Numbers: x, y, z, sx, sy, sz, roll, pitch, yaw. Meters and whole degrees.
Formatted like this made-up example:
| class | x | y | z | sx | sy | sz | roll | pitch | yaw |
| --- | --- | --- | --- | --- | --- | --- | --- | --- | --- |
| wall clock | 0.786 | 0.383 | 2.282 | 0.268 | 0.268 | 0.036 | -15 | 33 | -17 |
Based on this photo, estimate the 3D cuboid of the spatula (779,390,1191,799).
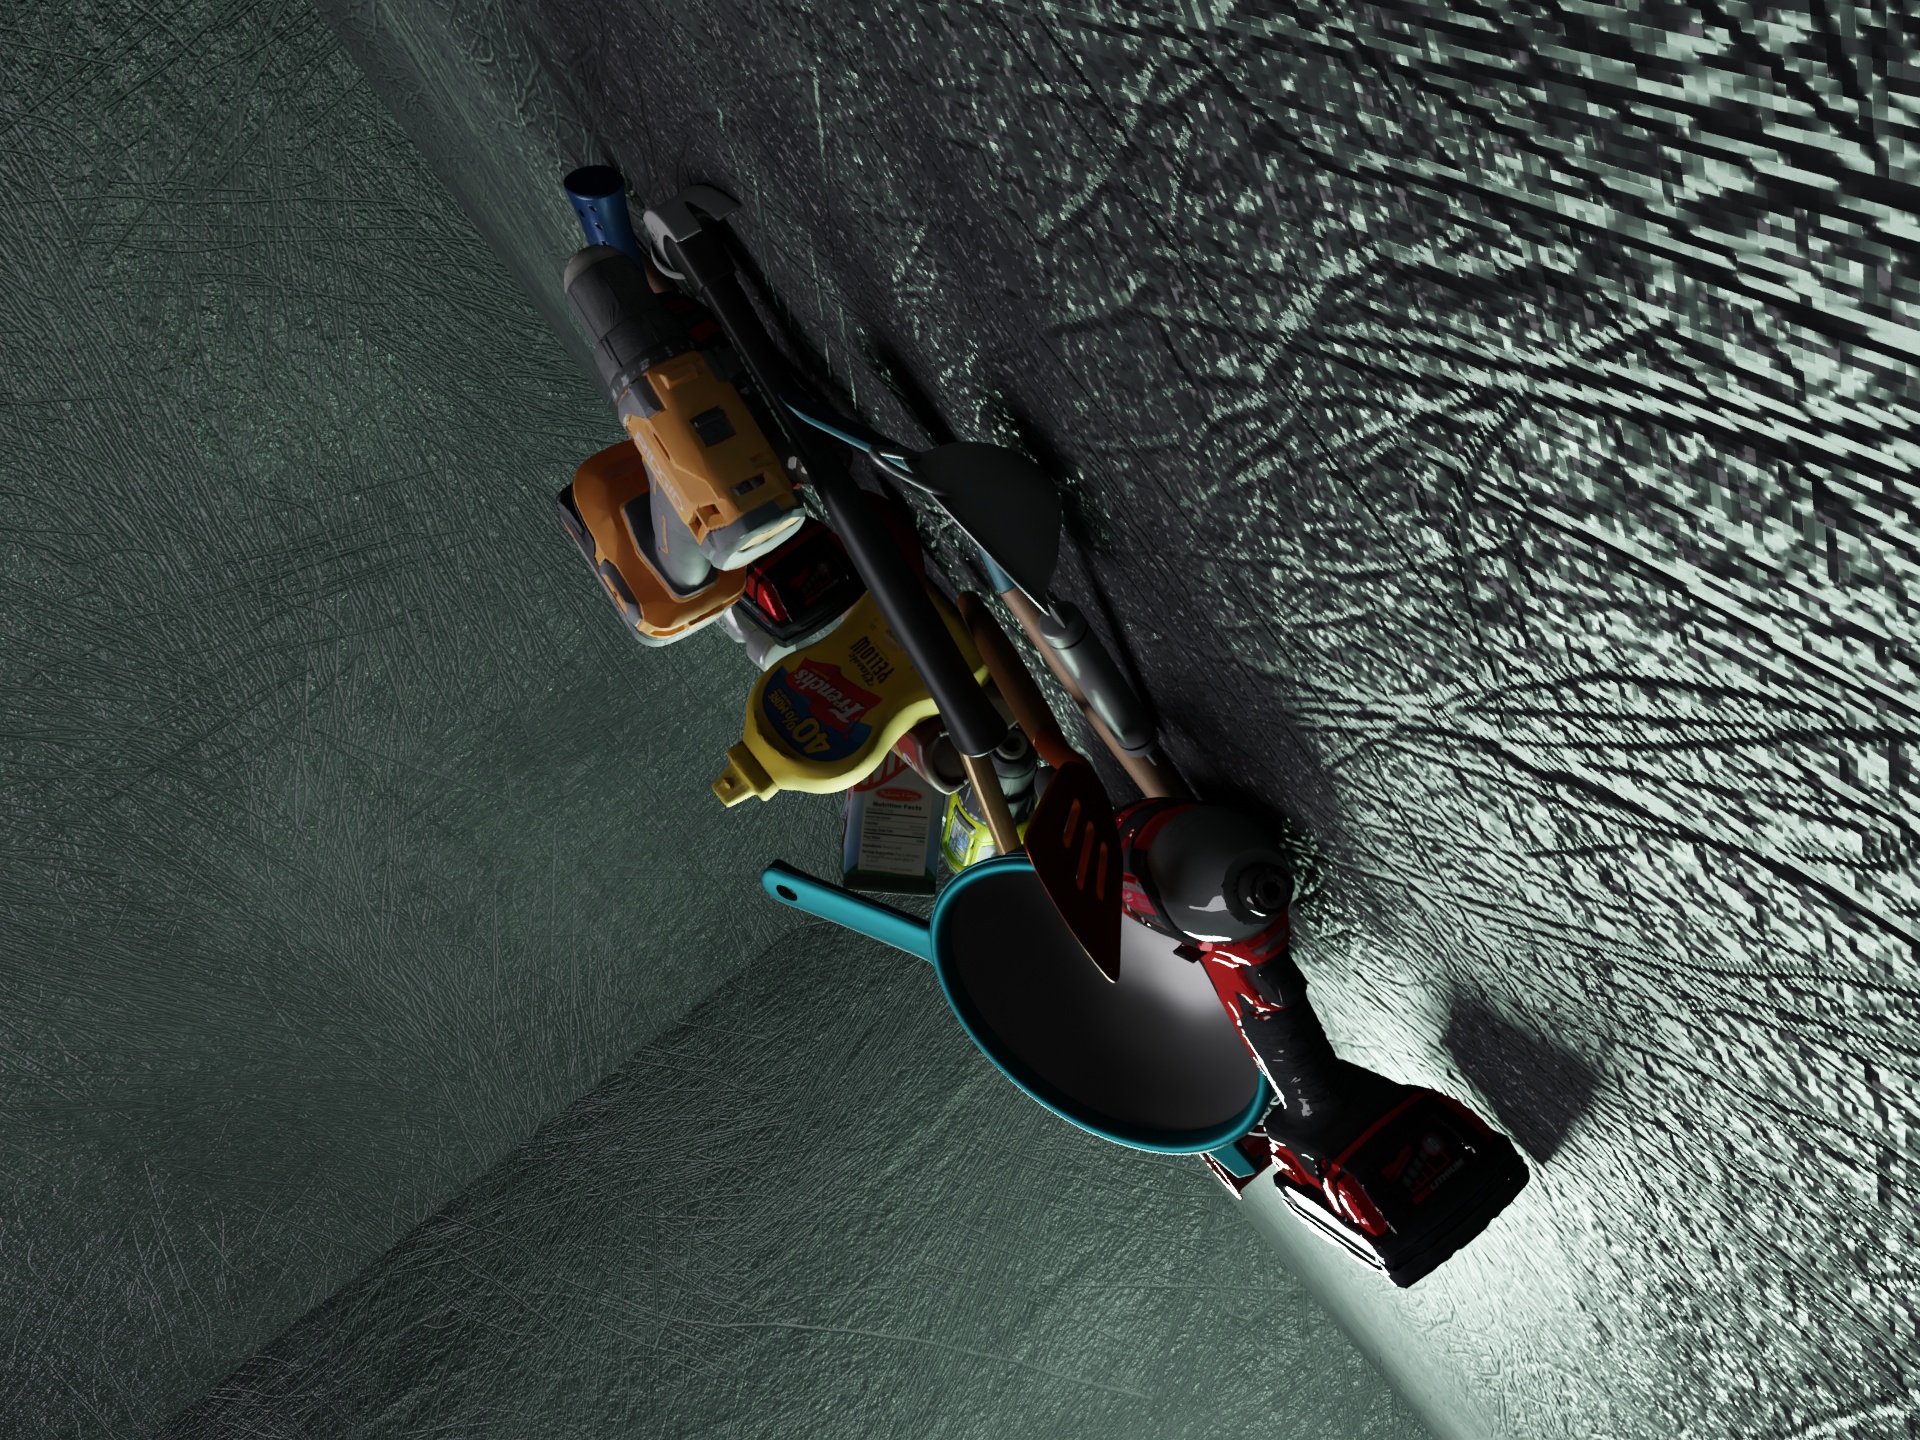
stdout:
| class | x | y | z | sx | sy | sz | roll | pitch | yaw |
| --- | --- | --- | --- | --- | --- | --- | --- | --- | --- |
| spatula | 0.030 | -0.038 | 0.748 | 0.317 | 0.044 | 0.082 | 52 | -176 | -16 |

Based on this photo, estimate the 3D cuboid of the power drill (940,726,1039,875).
| class | x | y | z | sx | sy | sz | roll | pitch | yaw |
| --- | --- | --- | --- | --- | --- | --- | --- | --- | --- |
| power drill | 0.073 | 0.119 | 1.145 | 0.229 | 0.080 | 0.190 | 51 | 157 | 18 |

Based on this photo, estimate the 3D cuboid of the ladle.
| class | x | y | z | sx | sy | sz | roll | pitch | yaw |
| --- | --- | --- | --- | --- | --- | --- | --- | --- | --- |
| ladle | -0.002 | -0.003 | 0.983 | 0.069 | 0.031 | 0.315 | -100 | -10 | -65 |

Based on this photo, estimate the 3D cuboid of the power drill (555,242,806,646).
| class | x | y | z | sx | sy | sz | roll | pitch | yaw |
| --- | --- | --- | --- | --- | --- | --- | --- | --- | --- |
| power drill | -0.178 | -0.151 | 0.919 | 0.185 | 0.084 | 0.226 | 58 | 157 | 2 |

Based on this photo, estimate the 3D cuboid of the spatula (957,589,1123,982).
| class | x | y | z | sx | sy | sz | roll | pitch | yaw |
| --- | --- | --- | --- | --- | --- | --- | --- | --- | --- |
| spatula | 0.028 | 0.003 | 0.767 | 0.081 | 0.041 | 0.323 | 57 | -176 | -27 |

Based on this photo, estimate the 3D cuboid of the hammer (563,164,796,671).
| class | x | y | z | sx | sy | sz | roll | pitch | yaw |
| --- | --- | --- | --- | --- | --- | --- | --- | --- | --- |
| hammer | -0.208 | -0.208 | 1.141 | 0.144 | 0.035 | 0.405 | 40 | 155 | 34 |

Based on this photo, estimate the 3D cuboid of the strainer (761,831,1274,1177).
| class | x | y | z | sx | sy | sz | roll | pitch | yaw |
| --- | --- | --- | --- | --- | --- | --- | --- | --- | --- |
| strainer | 0.041 | 0.120 | 0.928 | 0.340 | 0.095 | 0.210 | 17 | 133 | 29 |

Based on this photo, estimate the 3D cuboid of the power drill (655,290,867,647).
| class | x | y | z | sx | sy | sz | roll | pitch | yaw |
| --- | --- | --- | --- | --- | --- | --- | --- | --- | --- |
| power drill | -0.122 | -0.150 | 1.018 | 0.188 | 0.080 | 0.226 | 40 | 158 | 31 |

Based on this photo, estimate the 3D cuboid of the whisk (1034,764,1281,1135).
| class | x | y | z | sx | sy | sz | roll | pitch | yaw |
| --- | --- | --- | --- | --- | --- | --- | --- | --- | --- |
| whisk | 0.133 | 0.146 | 1.040 | 0.285 | 0.070 | 0.070 | 55 | 175 | 12 |

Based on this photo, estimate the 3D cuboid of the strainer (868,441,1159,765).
| class | x | y | z | sx | sy | sz | roll | pitch | yaw |
| --- | --- | --- | --- | --- | --- | --- | --- | --- | --- |
| strainer | 0.040 | -0.046 | 0.653 | 0.087 | 0.050 | 0.258 | 55 | -177 | 39 |

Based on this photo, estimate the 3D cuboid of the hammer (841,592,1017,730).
| class | x | y | z | sx | sy | sz | roll | pitch | yaw |
| --- | --- | --- | --- | --- | --- | --- | --- | --- | --- |
| hammer | -0.096 | -0.101 | 1.174 | 0.411 | 0.038 | 0.146 | 38 | 163 | 42 |

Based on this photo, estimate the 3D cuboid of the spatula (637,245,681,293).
| class | x | y | z | sx | sy | sz | roll | pitch | yaw |
| --- | --- | --- | --- | --- | --- | --- | --- | --- | --- |
| spatula | -0.172 | -0.257 | 1.102 | 0.316 | 0.018 | 0.059 | 49 | 174 | 16 |

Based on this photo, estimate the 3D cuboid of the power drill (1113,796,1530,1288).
| class | x | y | z | sx | sy | sz | roll | pitch | yaw |
| --- | --- | --- | --- | --- | --- | --- | --- | --- | --- |
| power drill | 0.148 | 0.132 | 0.705 | 0.219 | 0.078 | 0.143 | 56 | 168 | -8 |

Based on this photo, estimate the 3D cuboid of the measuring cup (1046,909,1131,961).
| class | x | y | z | sx | sy | sz | roll | pitch | yaw |
| --- | --- | --- | --- | --- | --- | --- | --- | --- | --- |
| measuring cup | 0.120 | 0.132 | 0.991 | 0.174 | 0.095 | 0.052 | 32 | 165 | 10 |

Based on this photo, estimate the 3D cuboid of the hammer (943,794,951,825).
| class | x | y | z | sx | sy | sz | roll | pitch | yaw |
| --- | --- | --- | --- | --- | --- | --- | --- | --- | --- |
| hammer | 0.099 | 0.169 | 1.302 | 0.331 | 0.033 | 0.128 | 42 | 173 | 16 |

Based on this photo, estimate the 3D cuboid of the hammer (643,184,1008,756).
| class | x | y | z | sx | sy | sz | roll | pitch | yaw |
| --- | --- | --- | --- | --- | --- | --- | --- | --- | --- |
| hammer | -0.067 | -0.127 | 0.842 | 0.334 | 0.035 | 0.146 | 60 | 173 | -11 |

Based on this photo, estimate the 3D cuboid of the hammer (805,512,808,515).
| class | x | y | z | sx | sy | sz | roll | pitch | yaw |
| --- | --- | --- | --- | --- | --- | --- | --- | --- | --- |
| hammer | -0.045 | -0.046 | 1.314 | 0.359 | 0.037 | 0.149 | 51 | 174 | 0 |
